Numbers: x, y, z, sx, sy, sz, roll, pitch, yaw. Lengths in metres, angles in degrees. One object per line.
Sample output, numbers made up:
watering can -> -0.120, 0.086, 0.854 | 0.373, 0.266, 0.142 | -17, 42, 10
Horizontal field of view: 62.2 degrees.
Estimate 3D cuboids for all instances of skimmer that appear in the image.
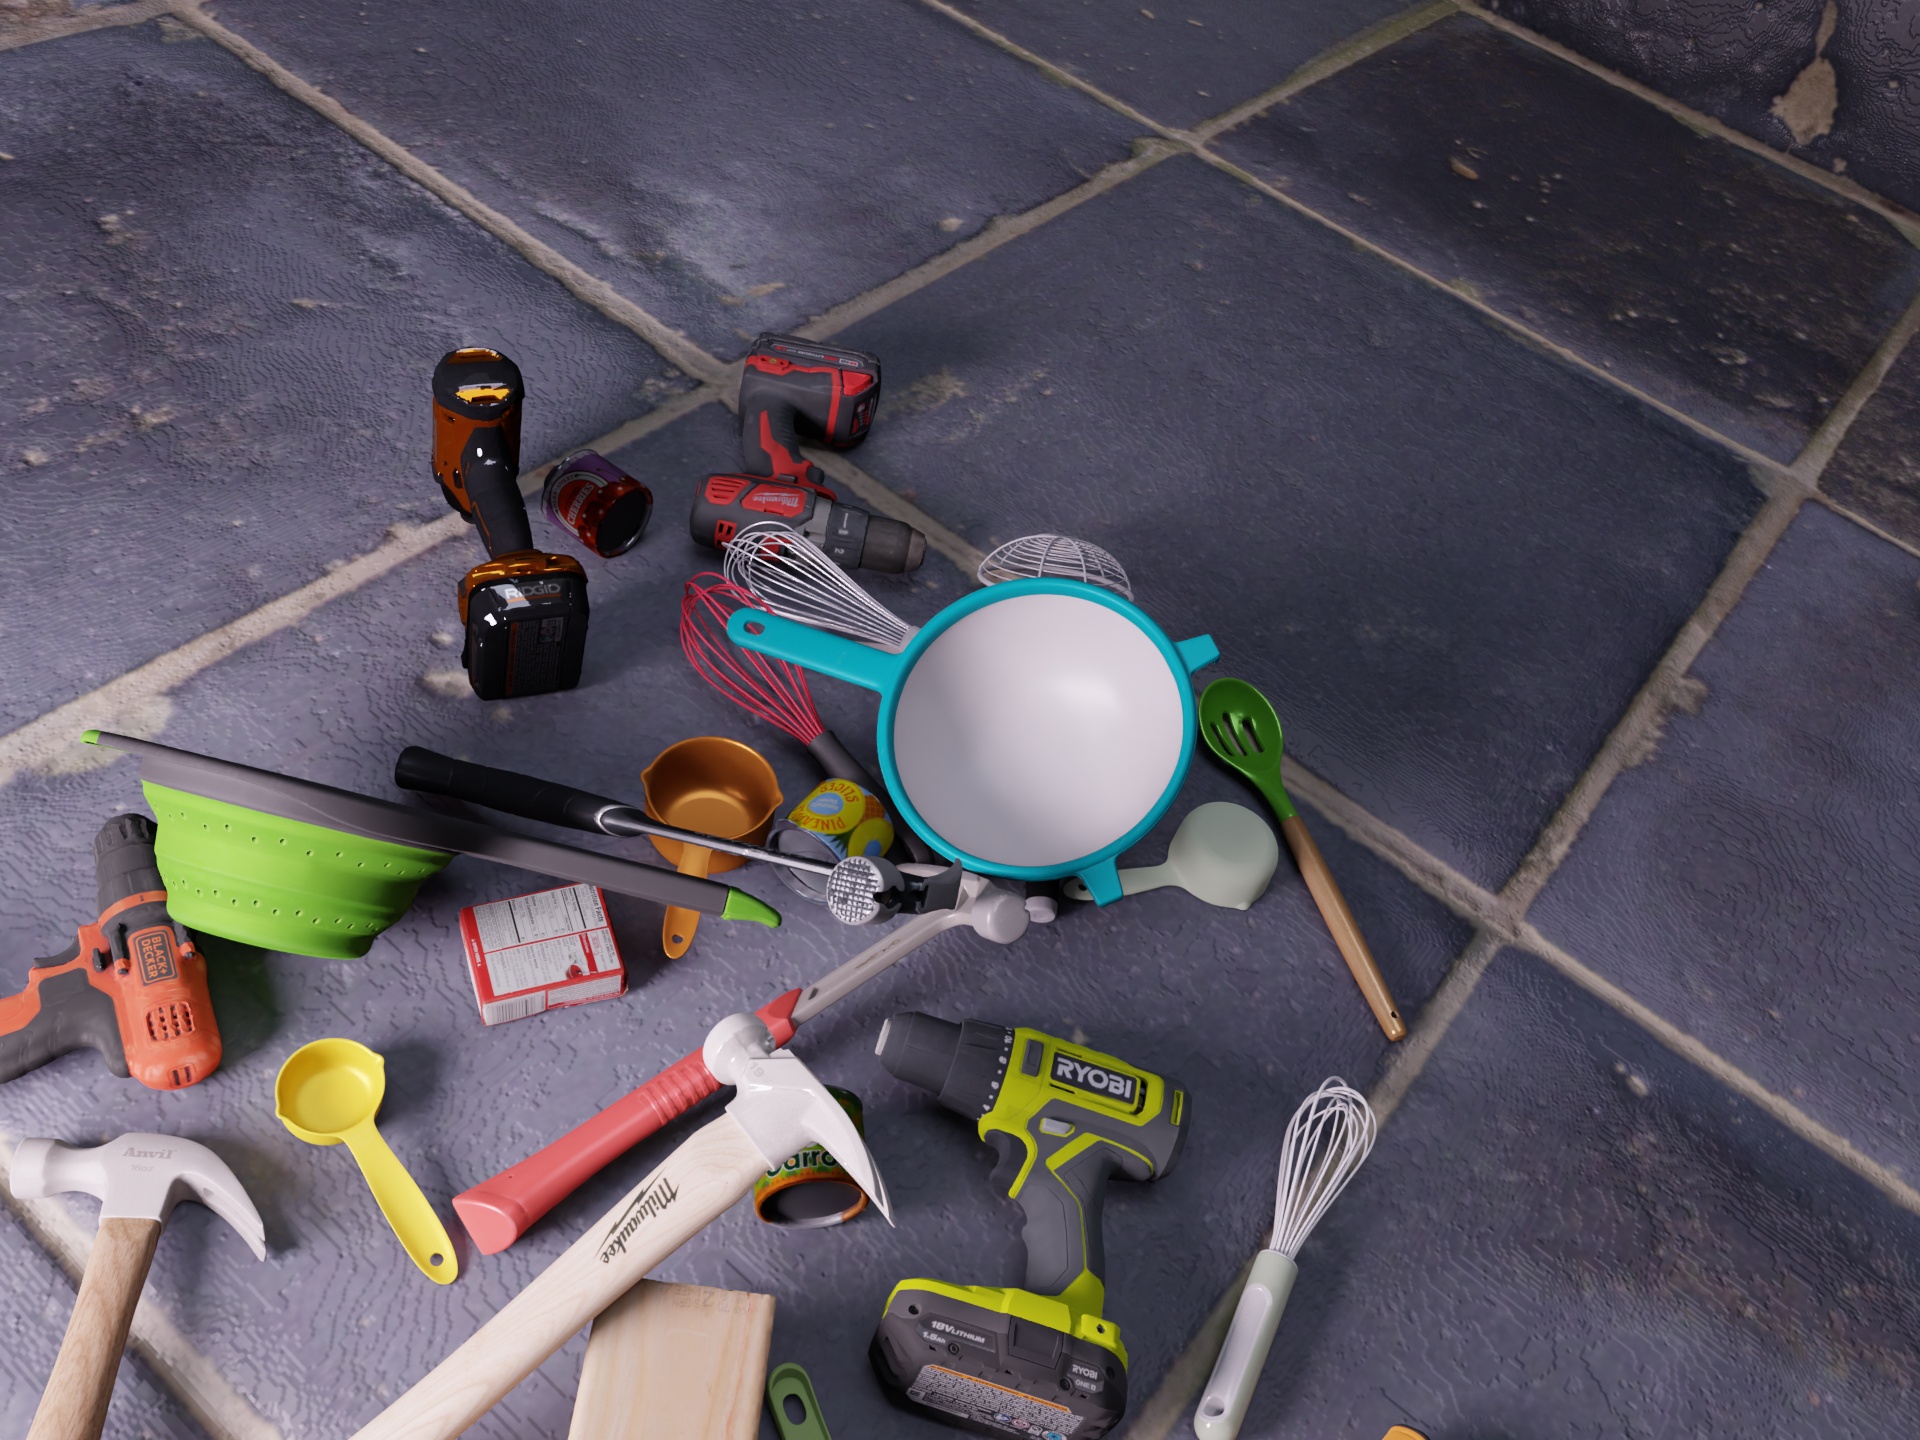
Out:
skimmer -> 0.066, -0.002, 1.205 | 0.127, 0.090, 0.364 | 8, 57, -3

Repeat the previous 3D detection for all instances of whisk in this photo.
whisk -> -0.060, -0.071, 1.183 | 0.285, 0.070, 0.070 | 27, 47, 17
whisk -> -0.111, 0.002, 1.135 | 0.073, 0.073, 0.296 | -26, 64, -33
whisk -> 0.190, 0.313, 0.938 | 0.058, 0.059, 0.246 | -2, 39, 38

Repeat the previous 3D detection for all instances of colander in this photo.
colander -> -0.305, 0.102, 0.924 | 0.397, 0.204, 0.094 | 15, 82, -11

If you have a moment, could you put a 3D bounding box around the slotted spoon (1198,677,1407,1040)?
slotted spoon -> 0.251, 0.096, 1.167 | 0.070, 0.031, 0.314 | -6, 52, -20

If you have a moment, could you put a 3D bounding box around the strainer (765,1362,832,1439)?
strainer -> -0.036, 0.422, 0.757 | 0.151, 0.069, 0.257 | -13, 54, -25

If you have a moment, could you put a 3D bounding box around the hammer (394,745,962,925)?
hammer -> -0.186, 0.063, 0.963 | 0.409, 0.036, 0.149 | 11, 0, 27

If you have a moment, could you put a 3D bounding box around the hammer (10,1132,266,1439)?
hammer -> -0.411, 0.334, 0.733 | 0.130, 0.031, 0.332 | 5, 39, -13

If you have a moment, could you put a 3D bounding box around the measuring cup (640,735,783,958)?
measuring cup -> -0.171, 0.092, 1.039 | 0.095, 0.052, 0.174 | 10, 50, -5

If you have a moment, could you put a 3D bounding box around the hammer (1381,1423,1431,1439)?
hammer -> 0.129, 0.438, 0.767 | 0.337, 0.034, 0.127 | -20, 100, -39

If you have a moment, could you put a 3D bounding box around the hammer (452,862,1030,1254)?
hammer -> -0.131, 0.190, 0.942 | 0.359, 0.149, 0.036 | -31, 106, -25

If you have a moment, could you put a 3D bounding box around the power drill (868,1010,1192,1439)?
power drill -> 0.026, 0.274, 0.905 | 0.190, 0.080, 0.229 | 19, 44, -2

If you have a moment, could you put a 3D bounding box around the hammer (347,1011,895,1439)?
hammer -> -0.220, 0.308, 0.736 | 0.410, 0.038, 0.146 | -38, 43, -17

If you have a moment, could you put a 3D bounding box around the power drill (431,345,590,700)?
power drill -> -0.332, -0.131, 1.144 | 0.084, 0.164, 0.227 | -10, 64, -23

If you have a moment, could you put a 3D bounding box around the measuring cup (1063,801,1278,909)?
measuring cup -> 0.151, 0.099, 1.126 | 0.167, 0.038, 0.083 | -8, 51, -24

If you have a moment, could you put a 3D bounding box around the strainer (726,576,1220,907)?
strainer -> -0.002, -0.004, 1.097 | 0.340, 0.095, 0.211 | 19, 74, 18

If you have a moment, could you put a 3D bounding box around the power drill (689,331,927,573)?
power drill -> -0.114, -0.212, 1.319 | 0.188, 0.080, 0.227 | 11, 49, -5

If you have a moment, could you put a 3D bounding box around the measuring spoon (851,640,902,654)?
measuring spoon -> -0.074, -0.048, 1.222 | 0.124, 0.018, 0.034 | 8, 41, -18

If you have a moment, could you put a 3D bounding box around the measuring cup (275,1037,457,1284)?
measuring cup -> -0.323, 0.247, 0.878 | 0.062, 0.029, 0.157 | -28, 72, -34
